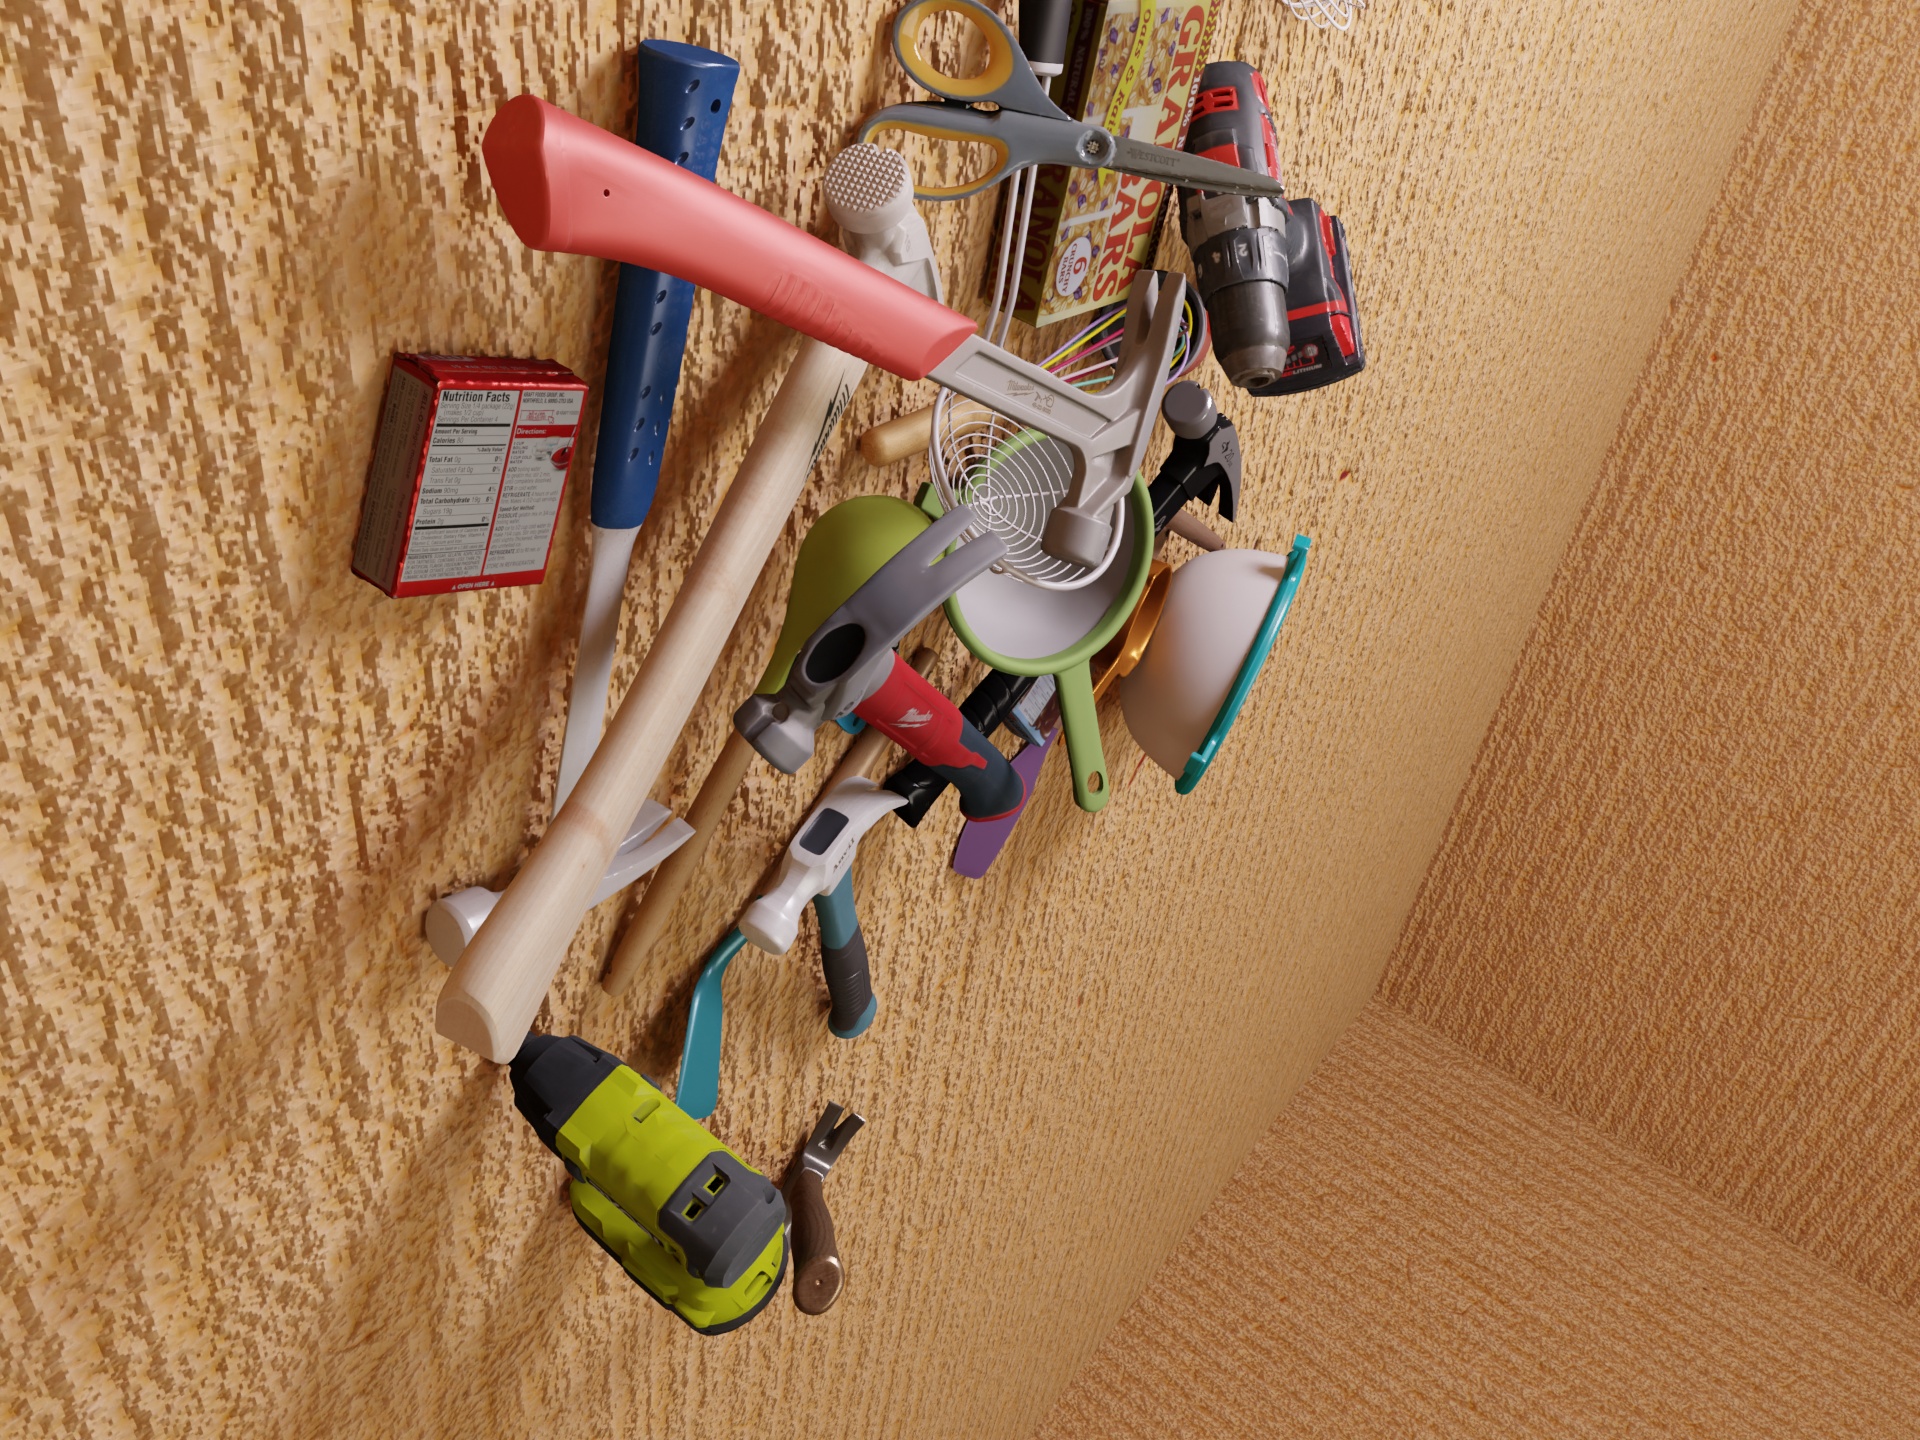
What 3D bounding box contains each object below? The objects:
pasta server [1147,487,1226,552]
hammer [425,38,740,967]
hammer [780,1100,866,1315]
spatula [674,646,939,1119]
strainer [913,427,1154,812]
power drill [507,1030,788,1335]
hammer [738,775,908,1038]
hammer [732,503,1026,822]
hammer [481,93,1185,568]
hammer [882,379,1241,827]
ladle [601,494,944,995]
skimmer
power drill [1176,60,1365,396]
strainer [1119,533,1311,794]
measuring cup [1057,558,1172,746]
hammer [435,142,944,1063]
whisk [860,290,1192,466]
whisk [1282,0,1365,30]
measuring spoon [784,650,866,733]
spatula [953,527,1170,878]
[{"bbox_3d":[0.131,-0.155,1.123,0.060,0.040,0.316,-63,155,7],"label":"pasta server"},{"bbox_3d":[-0.147,-0.078,0.689,0.144,0.035,0.405,-25,138,-51],"label":"hammer"},{"bbox_3d":[-0.100,0.337,1.075,0.130,0.031,0.331,-62,-176,-8],"label":"hammer"},{"bbox_3d":[-0.093,0.094,0.973,0.317,0.044,0.082,-58,166,-8],"label":"spatula"},{"bbox_3d":[0.048,-0.061,0.972,0.151,0.069,0.256,-26,121,-23],"label":"strainer"},{"bbox_3d":[-0.170,0.253,0.876,0.080,0.171,0.223,-48,161,-24],"label":"power drill"},{"bbox_3d":[-0.077,0.138,1.005,0.128,0.033,0.330,-57,166,-24],"label":"hammer"},{"bbox_3d":[-0.001,-0.003,0.874,0.143,0.038,0.386,-44,163,1],"label":"hammer"},{"bbox_3d":[-0.029,-0.173,0.653,0.358,0.037,0.149,13,94,-49],"label":"hammer"},{"bbox_3d":[0.066,-0.063,1.049,0.335,0.035,0.146,-50,155,2],"label":"hammer"},{"bbox_3d":[-0.107,0.022,0.832,0.062,0.078,0.320,18,113,-31],"label":"ladle"},{"bbox_3d":[0.051,-0.245,0.764,0.127,0.090,0.363,-16,124,-41],"label":"skimmer"},{"bbox_3d":[0.188,-0.269,0.977,0.226,0.080,0.188,19,63,-65],"label":"power drill"},{"bbox_3d":[0.182,-0.049,1.304,0.211,0.095,0.340,-64,177,-4],"label":"strainer"},{"bbox_3d":[0.091,-0.052,1.124,0.174,0.052,0.095,-54,161,-32],"label":"measuring cup"},{"bbox_3d":[-0.109,-0.044,0.699,0.411,0.038,0.146,-65,166,-13],"label":"hammer"},{"bbox_3d":[0.044,-0.192,0.889,0.245,0.051,0.047,-28,159,-31],"label":"whisk"},{"bbox_3d":[0.176,-0.445,0.895,0.246,0.058,0.059,-7,89,-57],"label":"whisk"},{"bbox_3d":[-0.078,-0.016,0.922,0.042,0.021,0.128,-57,165,-7],"label":"measuring spoon"},{"bbox_3d":[0.080,-0.019,1.207,0.059,0.018,0.316,28,92,-54],"label":"spatula"}]
